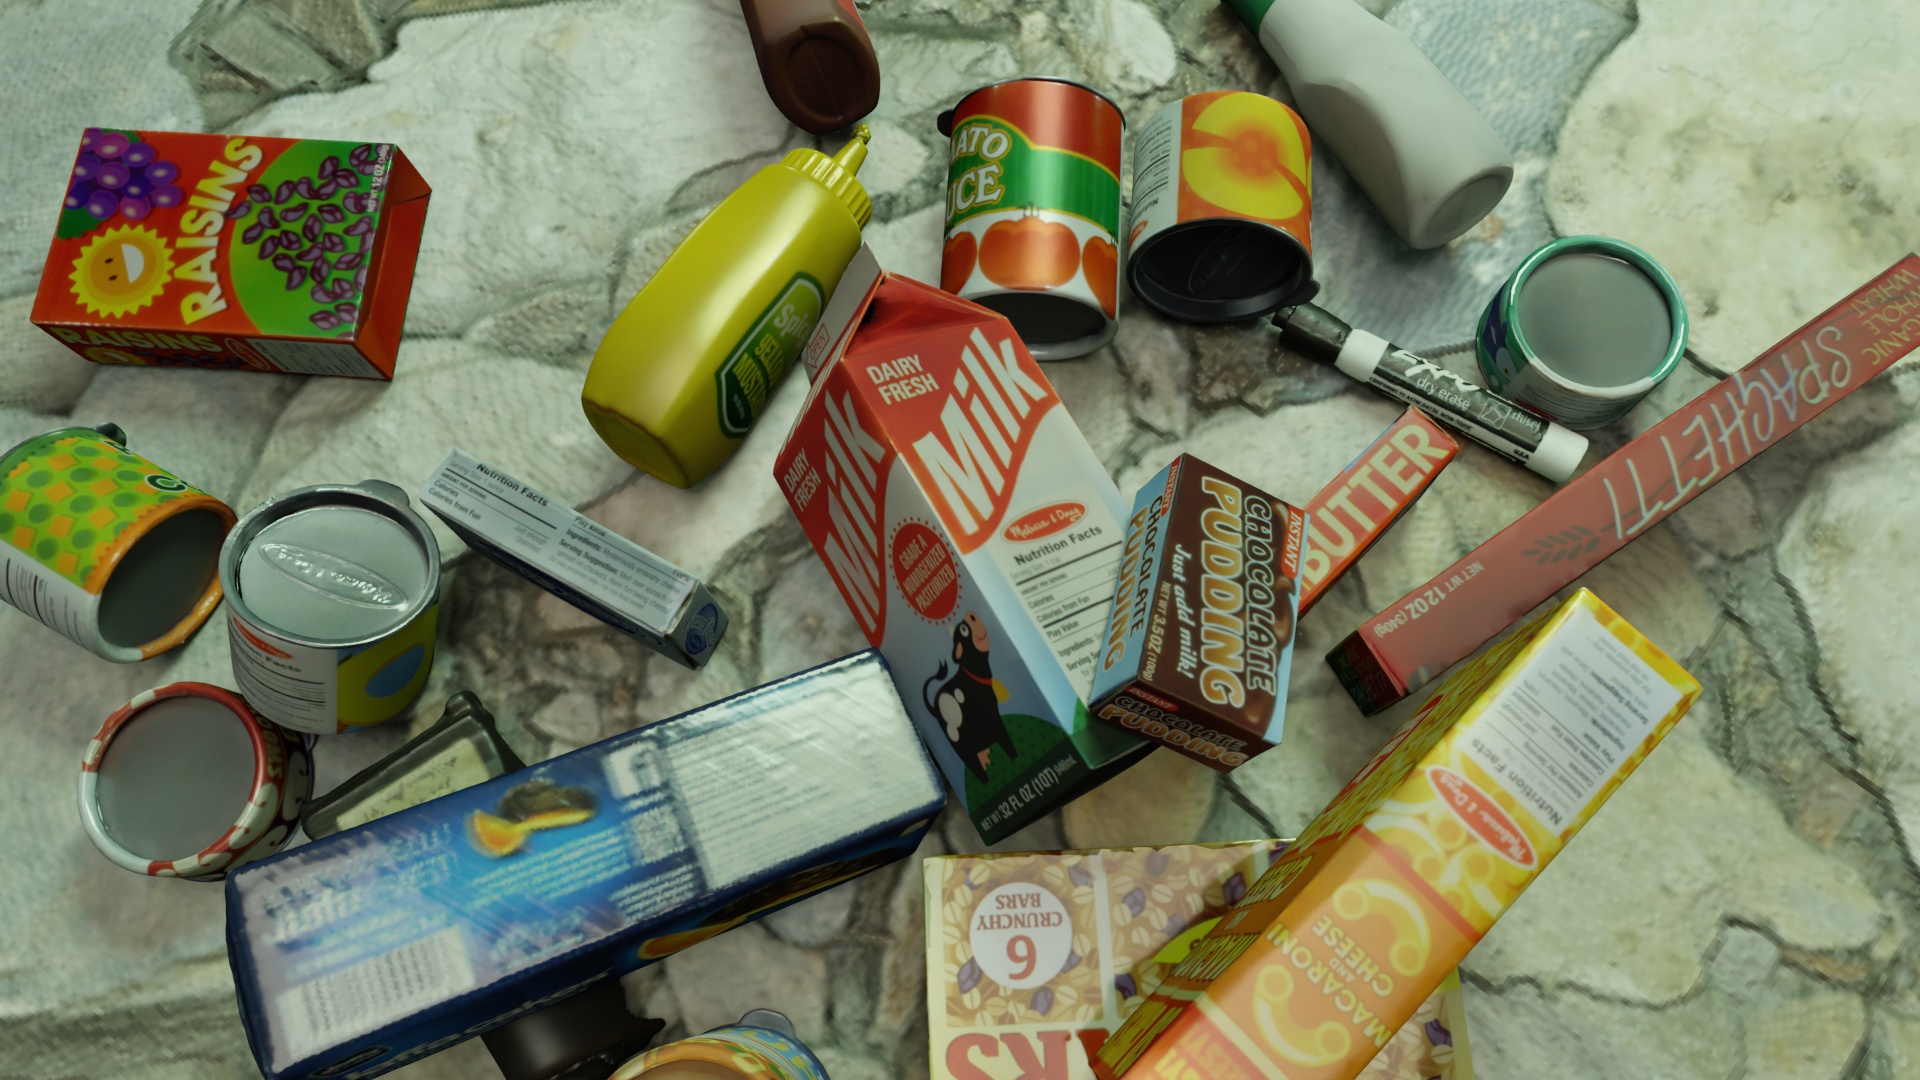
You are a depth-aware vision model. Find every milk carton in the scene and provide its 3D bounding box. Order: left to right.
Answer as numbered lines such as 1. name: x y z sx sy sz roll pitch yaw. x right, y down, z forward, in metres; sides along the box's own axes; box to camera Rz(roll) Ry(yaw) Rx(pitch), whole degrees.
1. milk carton: 0.002 -0.006 0.465 0.074 0.072 0.191 -20 72 -36

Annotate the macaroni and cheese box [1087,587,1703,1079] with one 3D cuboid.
1. macaroni and cheese box: 0.108 0.097 0.375 0.167 0.123 0.040 -44 76 -11

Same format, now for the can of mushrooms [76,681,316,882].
1. can of mushrooms: -0.262 0.082 0.480 0.071 0.033 0.071 -1 73 2

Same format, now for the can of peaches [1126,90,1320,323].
1. can of peaches: 0.097 -0.121 0.510 0.071 0.071 0.058 4 67 3

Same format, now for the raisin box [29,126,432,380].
1. raisin box: -0.277 -0.111 0.535 0.123 0.040 0.086 4 74 2

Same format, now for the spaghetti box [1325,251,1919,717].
1. spaghetti box: 0.239 -0.020 0.485 0.250 0.050 0.029 -33 77 -8

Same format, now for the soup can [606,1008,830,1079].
1. soup can: -0.073 0.180 0.418 0.071 0.083 0.071 -1 73 2

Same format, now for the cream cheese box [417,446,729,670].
1. cream cheese box: -0.134 0.008 0.487 0.104 0.053 0.024 27 75 9

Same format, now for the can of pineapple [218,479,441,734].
1. can of pineapple: -0.211 0.023 0.472 0.071 0.057 0.071 12 49 -14

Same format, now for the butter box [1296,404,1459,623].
1. butter box: 0.124 0.003 0.481 0.104 0.053 0.024 -43 75 -10

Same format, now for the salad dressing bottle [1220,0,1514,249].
1. salad dressing bottle: 0.149 -0.179 0.532 0.044 0.064 0.148 -31 67 3

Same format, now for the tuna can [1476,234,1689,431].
1. tuna can: 0.229 -0.079 0.512 0.071 0.032 0.071 0 74 2

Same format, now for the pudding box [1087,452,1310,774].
1. pudding box: 0.073 0.021 0.416 0.049 0.030 0.084 26 56 -13

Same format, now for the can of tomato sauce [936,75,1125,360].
1. can of tomato sauce: 0.025 -0.117 0.512 0.071 0.071 0.083 3 74 3

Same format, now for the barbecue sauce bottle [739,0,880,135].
1. barbecue sauce bottle: -0.073 -0.237 0.556 0.043 0.064 0.149 -21 65 5

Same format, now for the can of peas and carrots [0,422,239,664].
1. can of peas and carrots: -0.299 0.000 0.489 0.059 0.070 0.071 27 77 9

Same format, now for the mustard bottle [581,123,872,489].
1. mustard bottle: -0.074 -0.096 0.512 0.049 0.065 0.161 28 73 14

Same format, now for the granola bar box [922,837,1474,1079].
1. granola bar box: 0.073 0.160 0.443 0.166 0.039 0.124 -3 72 1
